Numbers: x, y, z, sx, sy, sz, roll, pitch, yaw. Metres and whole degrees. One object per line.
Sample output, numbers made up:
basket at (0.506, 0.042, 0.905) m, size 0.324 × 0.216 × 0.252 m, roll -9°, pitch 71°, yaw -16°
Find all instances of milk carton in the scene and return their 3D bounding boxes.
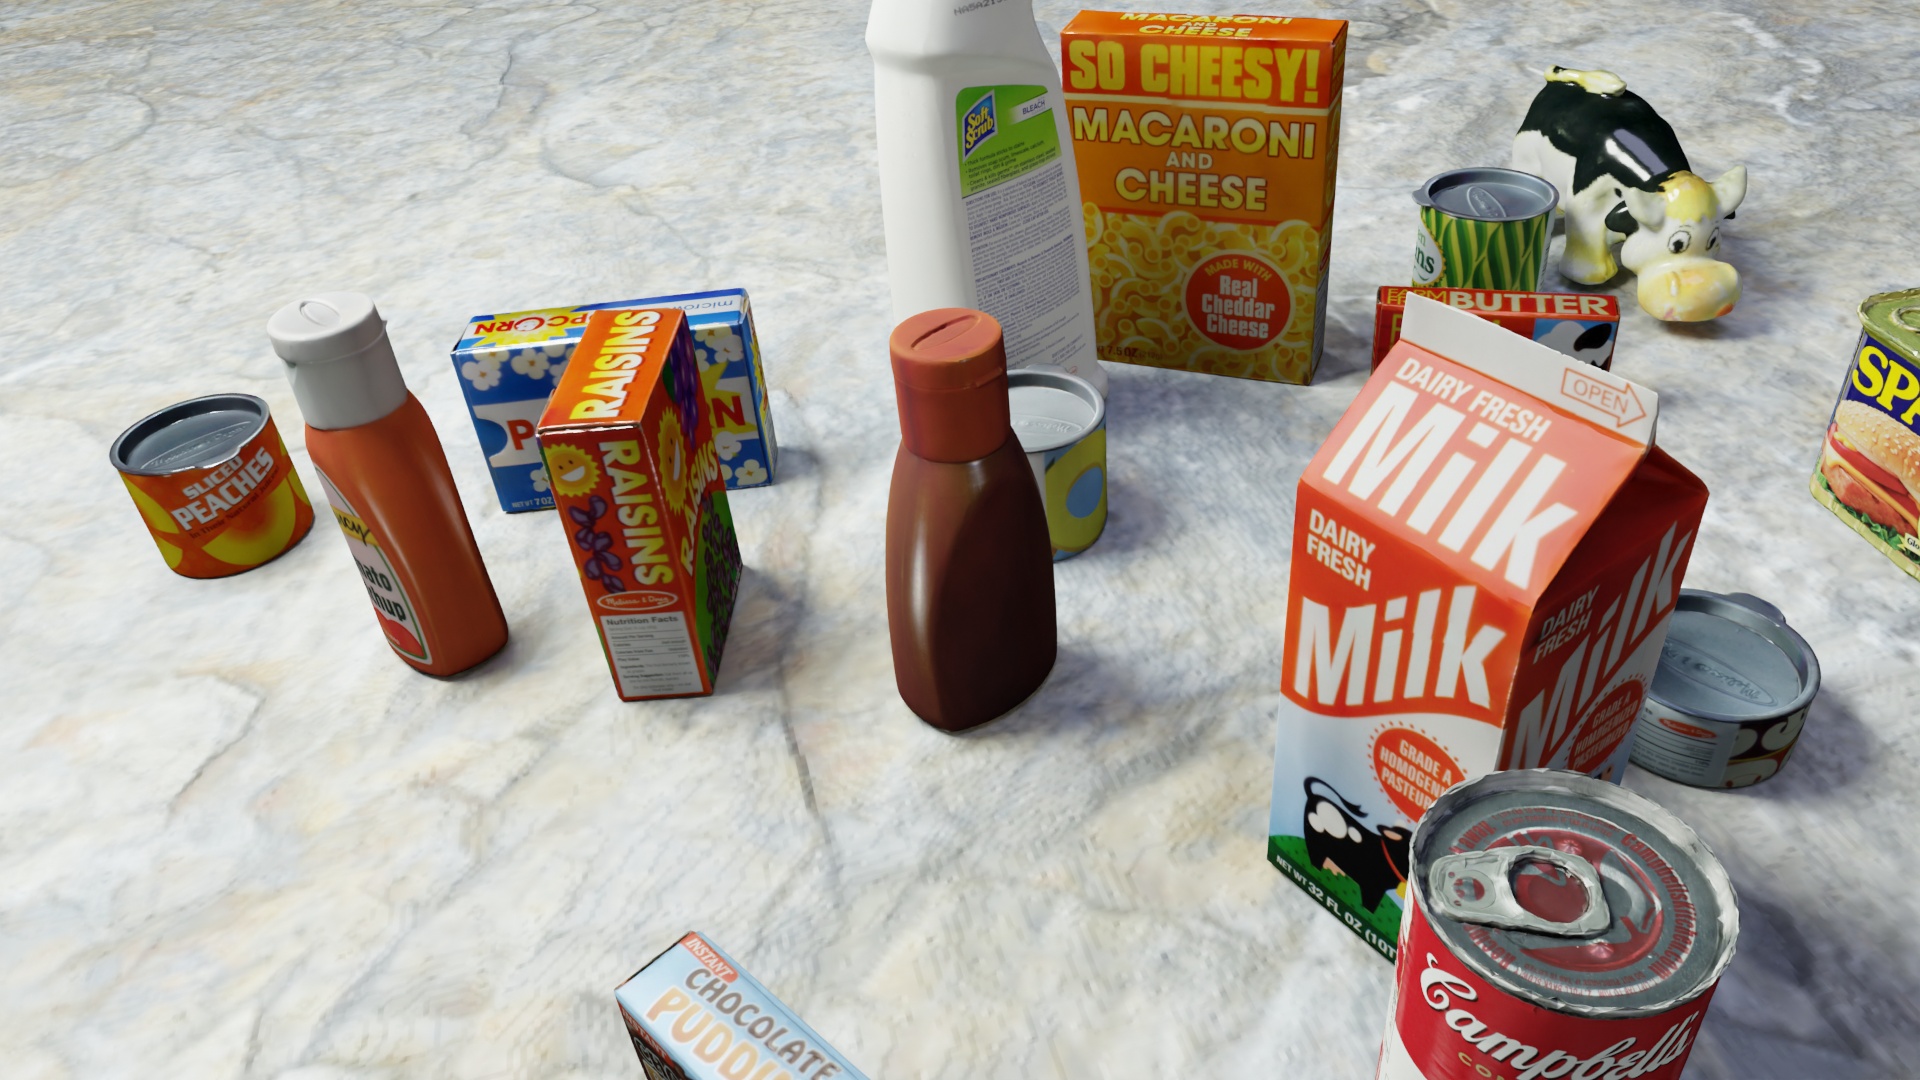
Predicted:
milk carton at (0.138, 0.028, 0.378) m, size 0.074 × 0.189 × 0.072 m, roll -27°, pitch 41°, yaw -26°

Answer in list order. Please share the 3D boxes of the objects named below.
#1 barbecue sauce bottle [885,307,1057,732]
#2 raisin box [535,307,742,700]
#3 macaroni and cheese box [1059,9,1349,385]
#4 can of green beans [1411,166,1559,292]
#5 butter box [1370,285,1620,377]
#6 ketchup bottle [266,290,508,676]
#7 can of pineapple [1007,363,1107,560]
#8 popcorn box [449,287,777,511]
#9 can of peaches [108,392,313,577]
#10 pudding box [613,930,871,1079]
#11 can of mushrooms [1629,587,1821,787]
barbecue sauce bottle at (0.002, -0.006, 0.478) m, size 0.065 × 0.147 × 0.044 m, roll -32°, pitch 44°, yaw -31°
raisin box at (-0.117, -0.014, 0.525) m, size 0.040 × 0.122 × 0.086 m, roll -3°, pitch 36°, yaw 4°
macaroni and cheese box at (0.113, -0.161, 0.658) m, size 0.124 × 0.165 × 0.040 m, roll 10°, pitch 39°, yaw 20°
can of green beans at (0.269, -0.153, 0.718) m, size 0.071 × 0.057 × 0.071 m, roll -4°, pitch 36°, yaw 3°
butter box at (0.242, -0.087, 0.636) m, size 0.103 × 0.052 × 0.024 m, roll 6°, pitch 38°, yaw 15°
ketchup bottle at (-0.216, -0.021, 0.525) m, size 0.044 × 0.148 × 0.065 m, roll -32°, pitch 44°, yaw -32°
can of pineapple at (0.030, -0.033, 0.586) m, size 0.071 × 0.057 × 0.071 m, roll -4°, pitch 36°, yaw 3°
popcorn box at (-0.152, -0.063, 0.628) m, size 0.127 × 0.084 × 0.038 m, roll -6°, pitch 36°, yaw -1°
can of peaches at (-0.332, -0.024, 0.621) m, size 0.071 × 0.057 × 0.071 m, roll -4°, pitch 36°, yaw 3°
pudding box at (-0.051, 0.145, 0.363) m, size 0.084 × 0.049 × 0.030 m, roll 27°, pitch 48°, yaw 37°
can of mushrooms at (0.250, 0.048, 0.469) m, size 0.071 × 0.033 × 0.071 m, roll -4°, pitch 36°, yaw 3°
